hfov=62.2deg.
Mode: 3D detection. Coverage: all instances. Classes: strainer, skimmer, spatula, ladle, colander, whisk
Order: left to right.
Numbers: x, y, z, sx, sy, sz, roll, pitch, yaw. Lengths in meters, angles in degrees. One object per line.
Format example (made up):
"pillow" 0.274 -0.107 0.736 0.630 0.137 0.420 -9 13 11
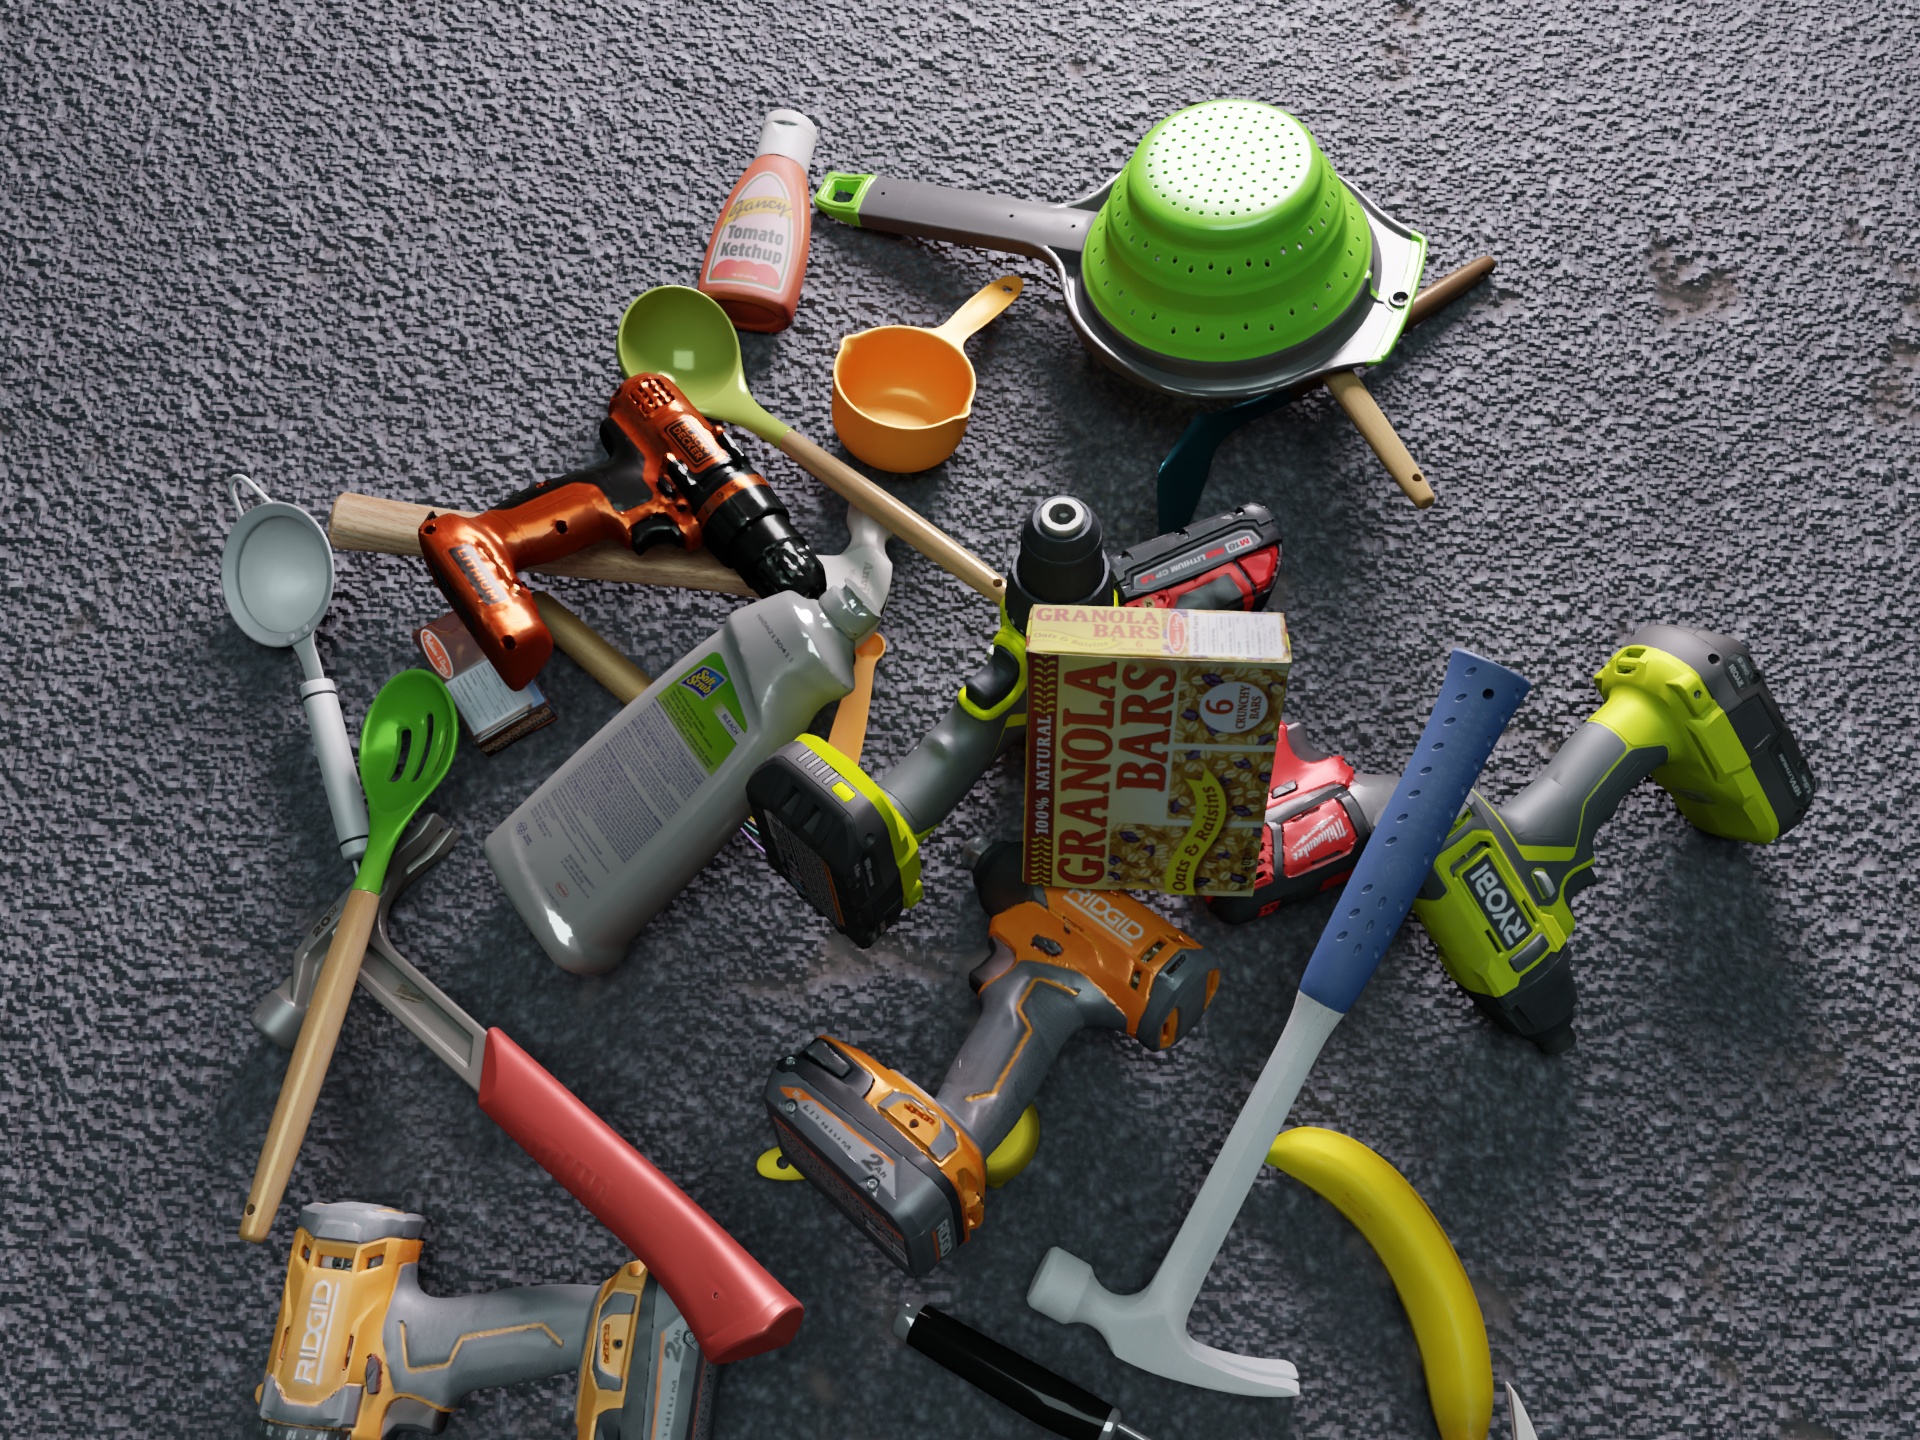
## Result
"strainer" -0.380 -0.024 0.937 0.087 0.050 0.258 -23 78 21
"whisk" -0.166 -0.002 0.932 0.245 0.047 0.051 39 76 15
"ladle" -0.086 -0.162 0.950 0.320 0.062 0.078 37 70 23
"colander" 0.083 -0.321 0.977 0.397 0.094 0.205 16 66 18
"skimmer" 0.135 0.387 0.810 0.363 0.090 0.127 23 86 18
"ladle" 0.209 -0.245 0.983 0.069 0.031 0.316 -16 57 -13
"spatula" 0.232 -0.213 1.007 0.317 0.082 0.044 -34 53 -16

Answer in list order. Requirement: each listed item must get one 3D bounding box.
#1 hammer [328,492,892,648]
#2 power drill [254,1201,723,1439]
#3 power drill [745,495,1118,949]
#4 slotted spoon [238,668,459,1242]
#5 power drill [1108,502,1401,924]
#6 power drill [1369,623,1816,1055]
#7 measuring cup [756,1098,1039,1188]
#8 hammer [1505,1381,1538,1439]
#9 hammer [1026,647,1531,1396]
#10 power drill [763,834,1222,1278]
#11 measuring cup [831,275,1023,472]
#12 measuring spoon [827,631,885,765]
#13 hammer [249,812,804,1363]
"hammer" -0.207 -0.095 0.948 0.331 0.031 0.130 7 62 -2
"power drill" -0.241 0.347 0.794 0.226 0.084 0.185 5 72 5
"power drill" -0.001 -0.003 0.842 0.080 0.190 0.228 39 68 22
"slotted spoon" -0.329 0.118 0.854 0.070 0.031 0.314 -2 63 23
"power drill" 0.172 -0.005 0.922 0.143 0.078 0.220 -21 76 -7
"power drill" 0.355 0.065 0.886 0.223 0.080 0.171 -37 104 -10
"measuring cup" -0.033 0.229 0.860 0.156 0.029 0.062 -7 72 -6
"hammer" 0.070 0.386 0.758 0.410 0.038 0.146 -3 72 13
"hammer" 0.186 0.156 0.816 0.144 0.035 0.405 26 95 5
"power drill" 0.007 0.159 0.841 0.164 0.084 0.226 35 60 30
"measuring cup" -0.013 -0.222 1.009 0.095 0.052 0.174 33 56 13
"measuring spoon" -0.065 0.002 0.950 0.021 0.011 0.117 12 75 3
"hammer" -0.212 0.192 0.816 0.359 0.036 0.149 31 74 28
